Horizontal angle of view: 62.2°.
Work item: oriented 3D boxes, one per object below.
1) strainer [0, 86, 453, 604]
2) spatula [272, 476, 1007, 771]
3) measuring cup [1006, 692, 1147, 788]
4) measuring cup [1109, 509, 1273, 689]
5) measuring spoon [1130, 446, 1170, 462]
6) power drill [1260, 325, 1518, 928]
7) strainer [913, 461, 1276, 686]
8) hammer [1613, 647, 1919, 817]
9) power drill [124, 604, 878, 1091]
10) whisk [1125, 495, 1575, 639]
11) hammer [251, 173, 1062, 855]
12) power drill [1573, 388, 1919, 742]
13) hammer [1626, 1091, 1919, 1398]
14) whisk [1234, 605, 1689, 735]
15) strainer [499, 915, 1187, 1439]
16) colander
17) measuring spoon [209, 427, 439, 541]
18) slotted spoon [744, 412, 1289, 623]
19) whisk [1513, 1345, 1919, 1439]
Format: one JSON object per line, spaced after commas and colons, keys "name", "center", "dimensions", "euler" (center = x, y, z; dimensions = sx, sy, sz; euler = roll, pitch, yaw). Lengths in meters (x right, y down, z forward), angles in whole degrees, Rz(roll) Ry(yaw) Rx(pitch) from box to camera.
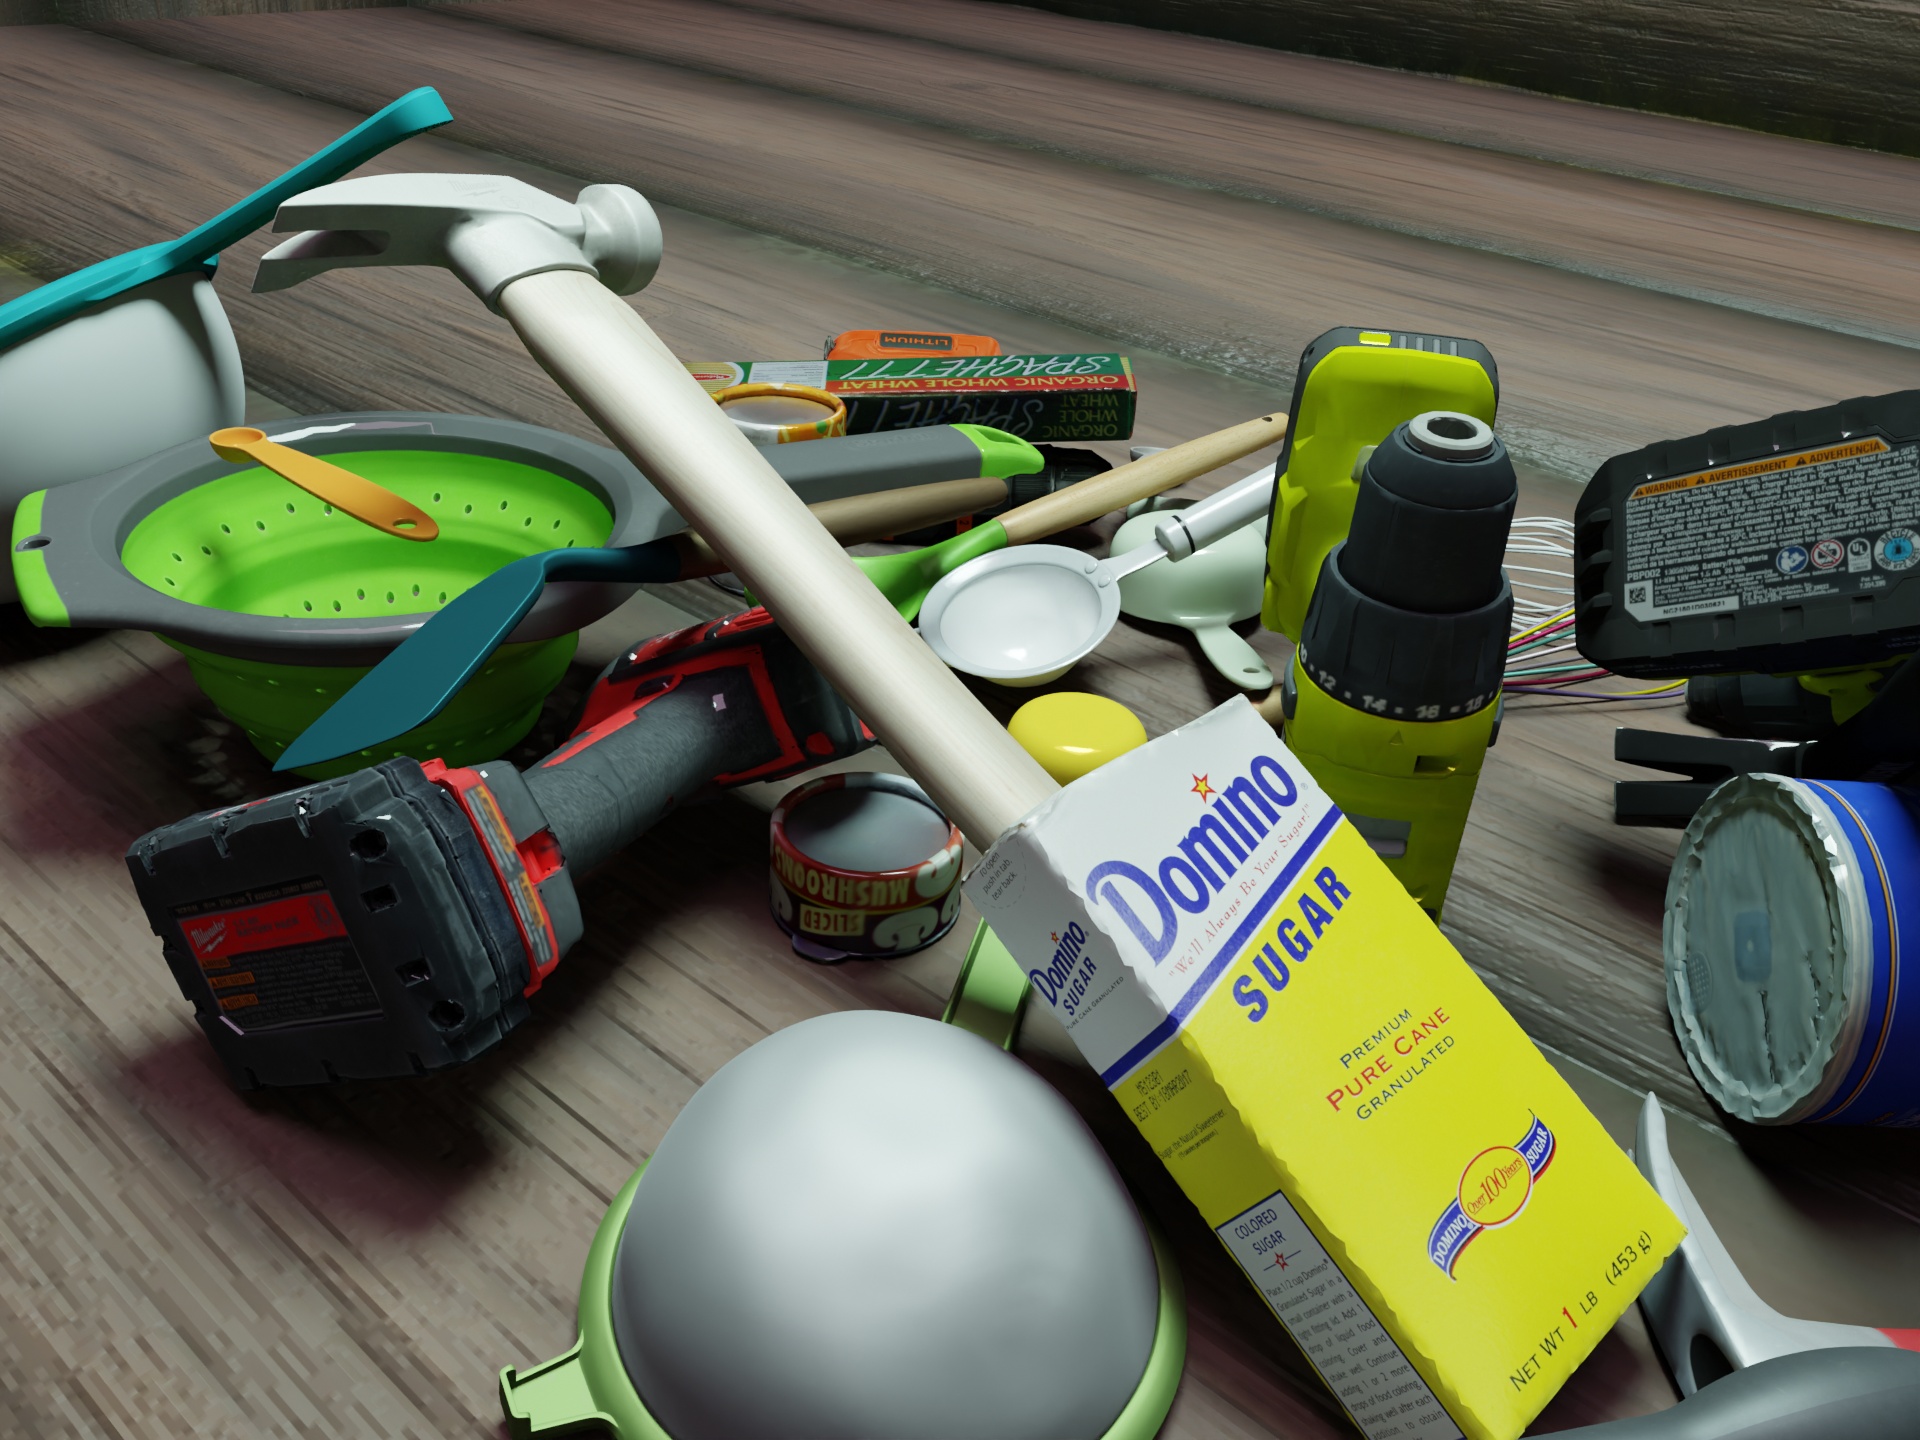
{"name": "strainer", "center": [-0.326, -0.134, 0.651], "dimensions": [0.340, 0.095, 0.211], "euler": [-24, 19, 16]}
{"name": "spatula", "center": [-0.080, -0.048, 0.548], "dimensions": [0.082, 0.044, 0.317], "euler": [-12, 6, 41]}
{"name": "measuring cup", "center": [-0.001, -0.002, 0.628], "dimensions": [0.156, 0.029, 0.062], "euler": [16, 32, 15]}
{"name": "measuring cup", "center": [0.112, -0.058, 0.710], "dimensions": [0.083, 0.038, 0.168], "euler": [-2, 22, -5]}
{"name": "measuring spoon", "center": [0.101, -0.130, 0.854], "dimensions": [0.034, 0.018, 0.124], "euler": [9, 20, 11]}
{"name": "power drill", "center": [0.145, -0.047, 0.544], "dimensions": [0.080, 0.190, 0.229], "euler": [8, 36, 9]}
{"name": "strainer", "center": [0.086, -0.072, 0.685], "dimensions": [0.258, 0.050, 0.087], "euler": [-28, 45, -5]}
{"name": "hammer", "center": [0.279, -0.001, 0.471], "dimensions": [0.146, 0.035, 0.334], "euler": [1, -9, 20]}
{"name": "power drill", "center": [-0.129, 0.024, 0.500], "dimensions": [0.143, 0.078, 0.220], "euler": [-12, 14, 34]}
{"name": "whisk", "center": [0.200, -0.083, 0.784], "dimensions": [0.246, 0.059, 0.057], "euler": [11, -13, 19]}
{"name": "hammer", "center": [-0.037, -0.022, 0.473], "dimensions": [0.411, 0.038, 0.146], "euler": [47, 36, 14]}
{"name": "power drill", "center": [0.323, -0.036, 0.581], "dimensions": [0.171, 0.080, 0.223], "euler": [-8, -18, 44]}
{"name": "hammer", "center": [0.369, 0.157, 0.396], "dimensions": [0.386, 0.038, 0.143], "euler": [2, 29, -3]}
{"name": "whisk", "center": [0.227, -0.026, 0.687], "dimensions": [0.245, 0.047, 0.051], "euler": [-10, 34, -17]}
{"name": "strainer", "center": [-0.003, 0.092, 0.429], "dimensions": [0.151, 0.069, 0.256], "euler": [10, 32, 11]}
{"name": "colander", "center": [-0.145, -0.054, 0.637], "dimensions": [0.397, 0.094, 0.205], "euler": [-12, 34, -26]}
{"name": "measuring spoon", "center": [-0.229, -0.083, 0.572], "dimensions": [0.117, 0.011, 0.021], "euler": [25, 35, 25]}
{"name": "slotted spoon", "center": [0.040, -0.095, 0.754], "dimensions": [0.314, 0.031, 0.070], "euler": [-24, 46, -26]}
{"name": "whisk", "center": [0.072, 0.161, 0.307], "dimensions": [0.284, 0.070, 0.070], "euler": [-7, 32, -11]}
